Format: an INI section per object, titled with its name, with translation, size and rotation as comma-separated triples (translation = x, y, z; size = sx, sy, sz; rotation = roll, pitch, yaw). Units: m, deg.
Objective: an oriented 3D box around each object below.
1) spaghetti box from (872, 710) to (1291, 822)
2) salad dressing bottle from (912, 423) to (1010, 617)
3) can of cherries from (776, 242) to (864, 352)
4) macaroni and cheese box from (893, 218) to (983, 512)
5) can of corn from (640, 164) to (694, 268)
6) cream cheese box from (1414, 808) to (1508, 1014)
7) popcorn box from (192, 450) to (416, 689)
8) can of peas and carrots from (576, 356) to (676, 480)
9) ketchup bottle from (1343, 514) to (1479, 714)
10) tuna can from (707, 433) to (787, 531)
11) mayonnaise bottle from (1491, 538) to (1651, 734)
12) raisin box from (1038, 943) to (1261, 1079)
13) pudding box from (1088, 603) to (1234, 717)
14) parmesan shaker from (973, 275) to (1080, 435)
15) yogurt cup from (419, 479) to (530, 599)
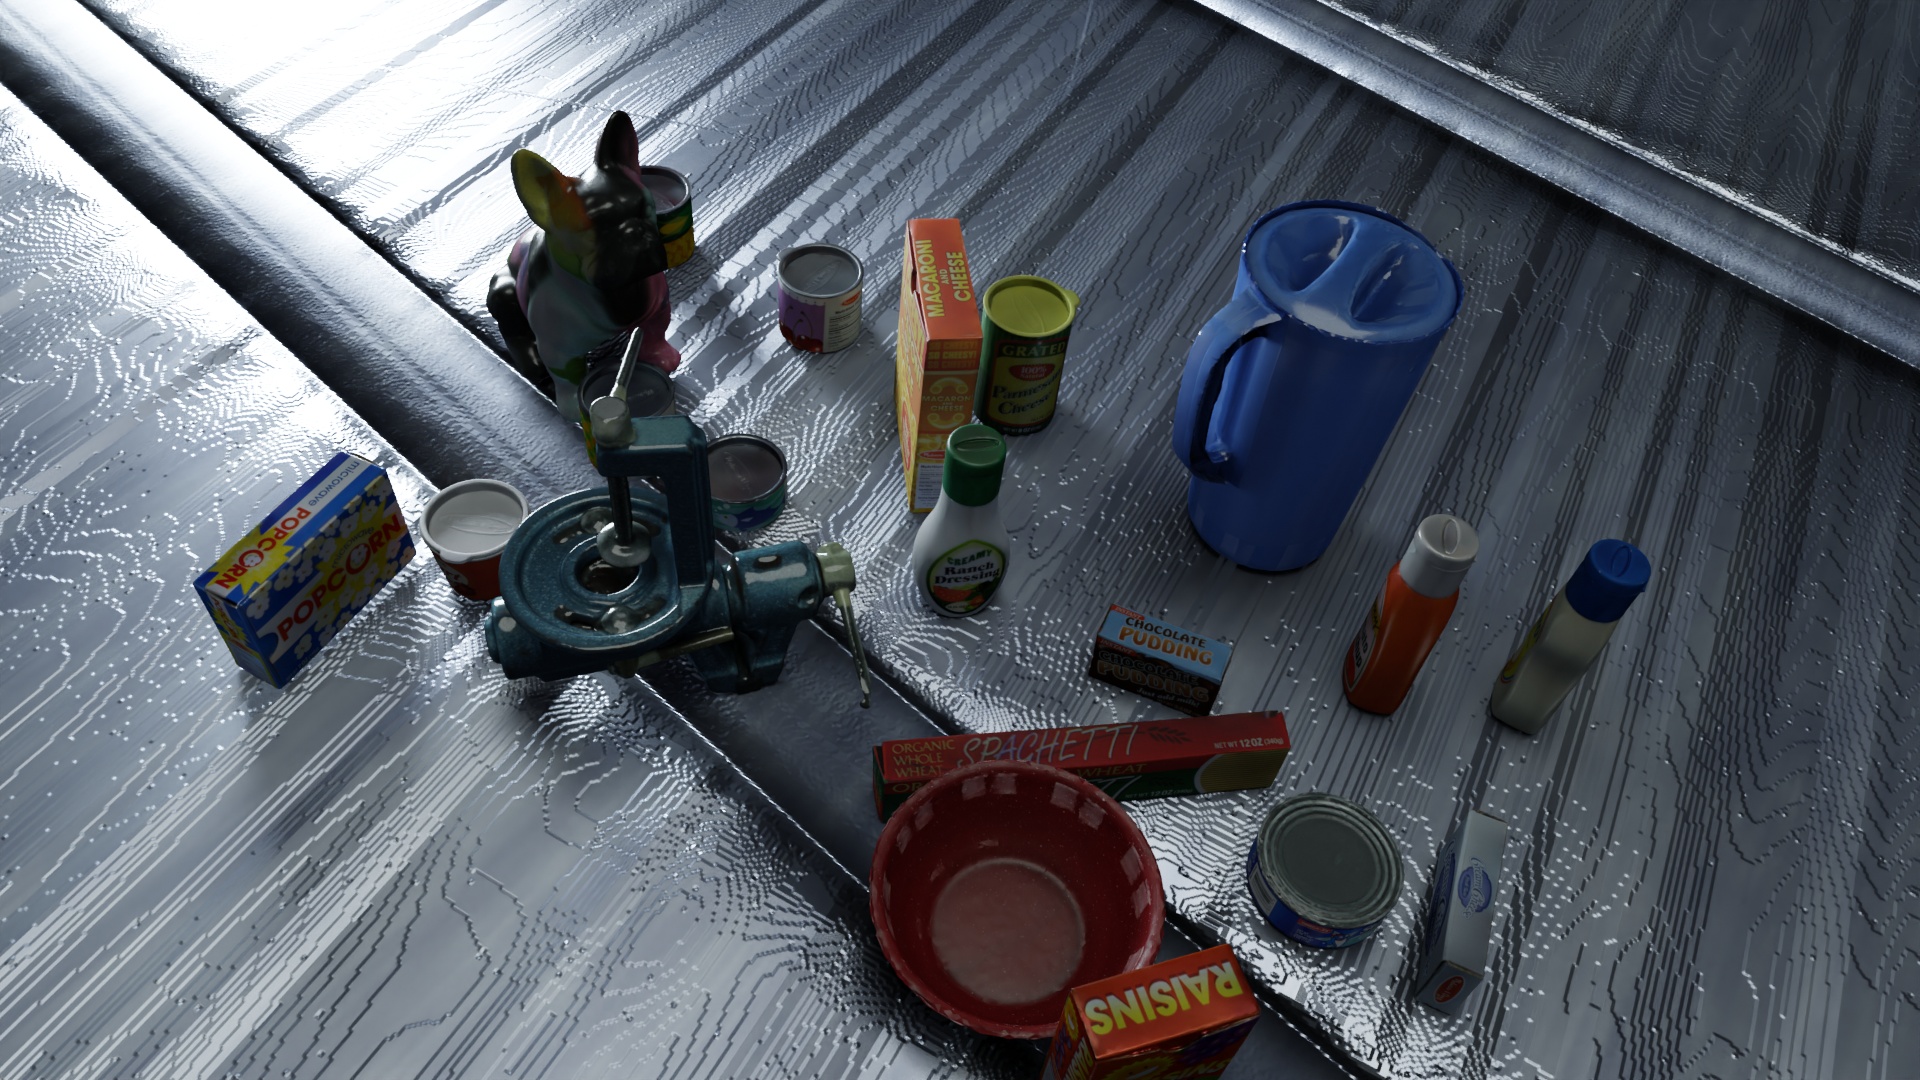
[spaghetti box]
translation = 0.072, 0.135, 0.834
size = 0.250, 0.049, 0.029
rotation = -3, 51, -9
[salad dressing bottle]
translation = 0.003, -0.011, 0.887
size = 0.064, 0.146, 0.044
rotation = -7, 51, -12
[can of cherries]
translation = -0.111, -0.190, 1.084
size = 0.071, 0.058, 0.072
rotation = 3, 50, -4
[macaroni and cheese box]
translation = -0.019, -0.119, 0.963
size = 0.040, 0.165, 0.124
rotation = -3, 50, -8
[can of corn]
translation = -0.252, -0.260, 1.128
size = 0.071, 0.058, 0.071
rotation = 3, 50, -4
[cream cheese box]
translation = 0.285, 0.210, 0.792
size = 0.024, 0.053, 0.104
rotation = 20, 51, 10
[popcorn box]
translation = -0.401, 0.017, 0.860
size = 0.038, 0.084, 0.127
rotation = 23, 51, 13
[can of peas and carrots]
translation = -0.235, -0.086, 0.982
size = 0.071, 0.058, 0.071
rotation = 3, 50, -4
[ketchup bottle]
translation = 0.282, 0.045, 0.870
size = 0.043, 0.148, 0.065
rotation = 15, 50, 7
[tuna can]
translation = -0.156, -0.039, 0.968
size = 0.071, 0.032, 0.071
rotation = 3, 50, -4
[mayonnaise bottle]
translation = 0.381, 0.058, 0.869
size = 0.041, 0.147, 0.065
rotation = 28, 53, 17
[raisin box]
translation = 0.090, 0.252, 0.690
size = 0.086, 0.122, 0.040
rotation = -10, 52, -15
[pudding box]
translation = 0.128, 0.077, 0.890
size = 0.084, 0.049, 0.030
rotation = 21, 51, 11
[parmesan shaker]
translation = 0.048, -0.135, 1.026
size = 0.071, 0.102, 0.072
rotation = 3, 50, -4
[yogurt cup]
translation = -0.311, 0.002, 0.903
size = 0.072, 0.053, 0.073
rotation = 3, 50, -4
